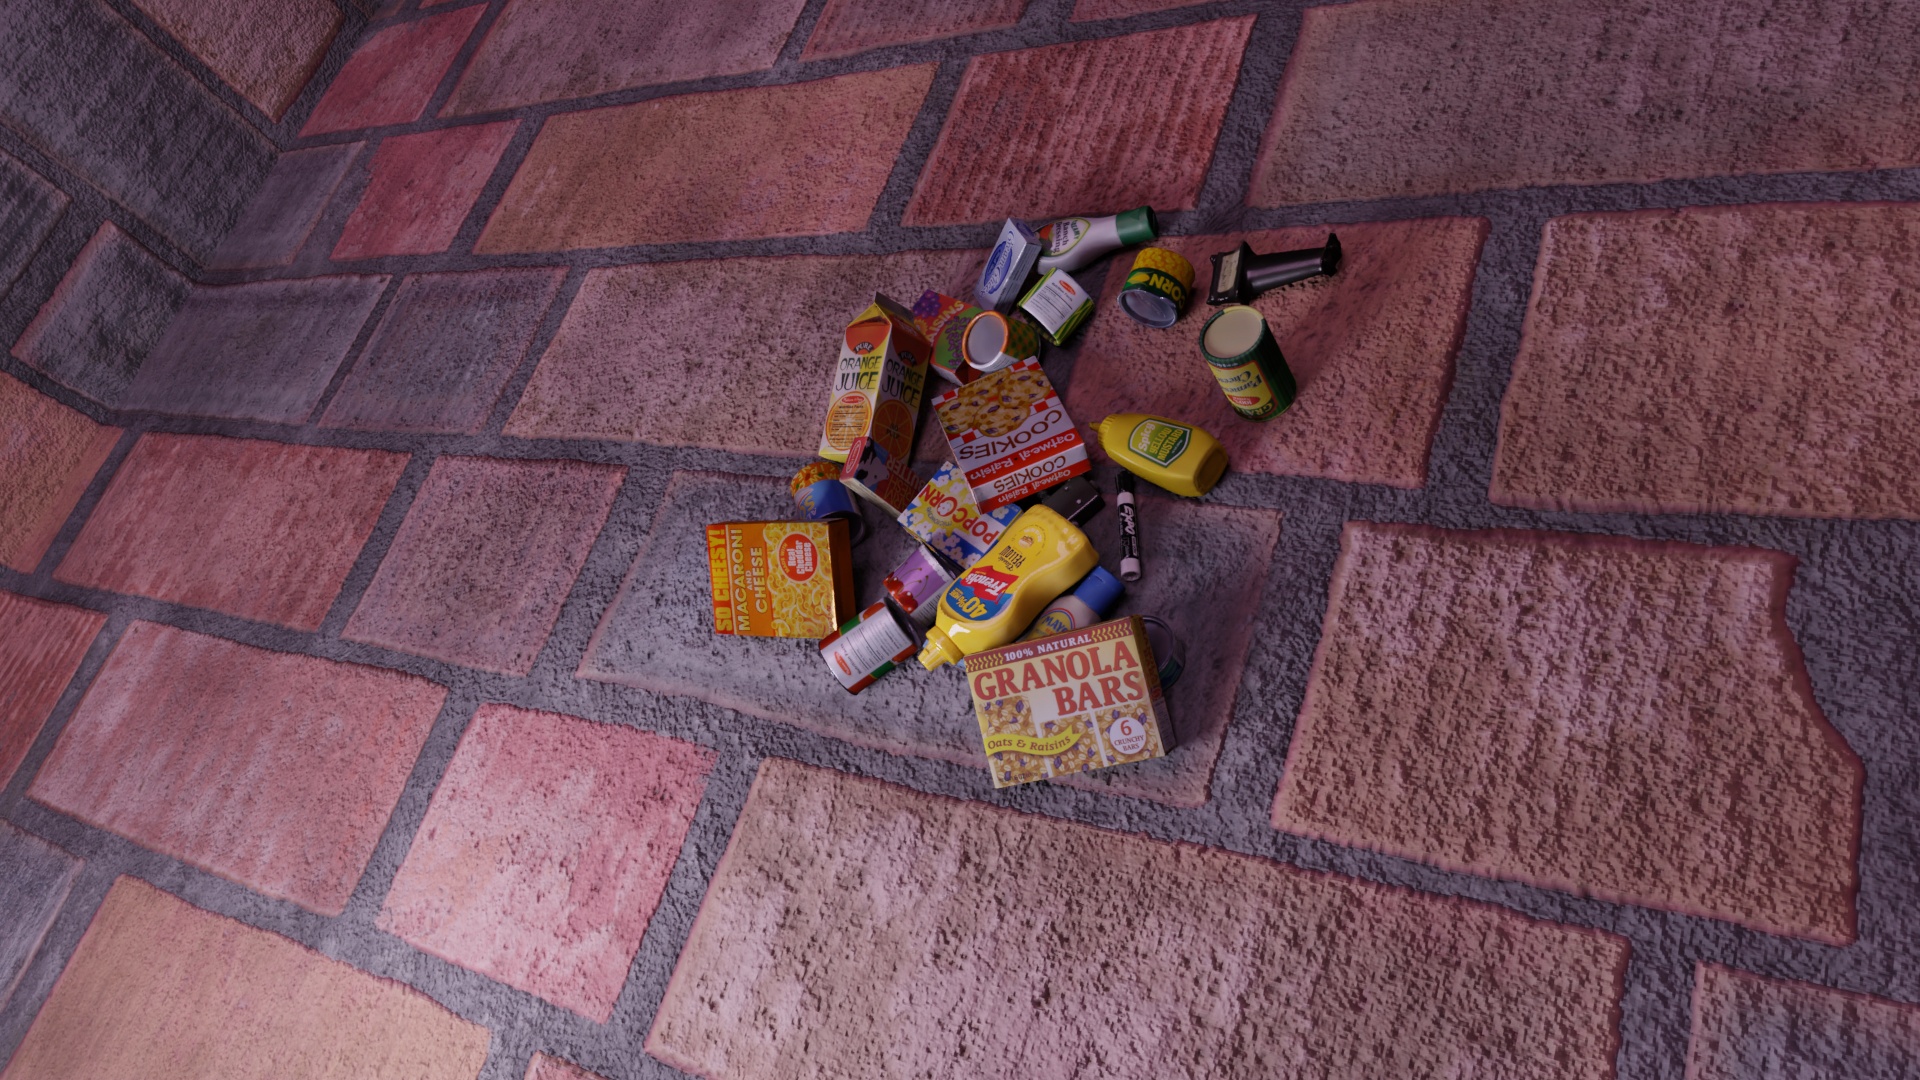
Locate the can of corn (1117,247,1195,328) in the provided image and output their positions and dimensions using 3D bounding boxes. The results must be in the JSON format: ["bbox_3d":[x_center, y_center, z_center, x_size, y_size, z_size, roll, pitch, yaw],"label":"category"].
[{"bbox_3d":[0.208,-0.265,1.456,0.071,0.071,0.058,11,66,36],"label":"can of corn"}]

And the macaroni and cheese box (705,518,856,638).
[{"bbox_3d":[-0.191,0.040,1.482,0.166,0.040,0.123,-1,96,32],"label":"macaroni and cheese box"}]

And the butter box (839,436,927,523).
[{"bbox_3d":[-0.082,-0.063,1.479,0.024,0.103,0.053,-2,62,41],"label":"butter box"}]

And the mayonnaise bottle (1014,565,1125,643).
[{"bbox_3d":[0.095,0.090,1.310,0.148,0.041,0.065,-49,51,-4],"label":"mayonnaise bottle"}]

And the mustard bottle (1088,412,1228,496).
[{"bbox_3d":[0.184,-0.093,1.370,0.160,0.048,0.065,24,73,40],"label":"mustard bottle"}]

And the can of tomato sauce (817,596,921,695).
[{"bbox_3d":[-0.091,0.105,1.400,0.083,0.071,0.071,-36,49,7],"label":"can of tomato sauce"}]

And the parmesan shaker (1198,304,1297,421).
[{"bbox_3d":[0.273,-0.169,1.329,0.071,0.103,0.071,-16,54,23],"label":"parmesan shaker"}]

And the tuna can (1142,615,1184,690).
[{"bbox_3d":[0.166,0.106,1.261,0.071,0.032,0.071,-16,54,23],"label":"tuna can"}]

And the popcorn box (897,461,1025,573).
[{"bbox_3d":[0.005,-0.018,1.438,0.085,0.038,0.127,-50,48,-6],"label":"popcorn box"}]

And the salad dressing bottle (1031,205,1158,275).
[{"bbox_3d":[0.147,-0.339,1.558,0.147,0.044,0.064,-11,56,26],"label":"salad dressing bottle"}]

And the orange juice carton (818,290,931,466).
[{"bbox_3d":[-0.091,-0.176,1.546,0.073,0.072,0.193,2,76,39],"label":"orange juice carton"}]

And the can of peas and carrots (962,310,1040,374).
[{"bbox_3d":[0.044,-0.215,1.516,0.071,0.059,0.071,-10,75,40],"label":"can of peas and carrots"}]

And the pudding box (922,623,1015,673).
[{"bbox_3d":[0.009,0.103,1.362,0.084,0.030,0.050,21,72,39],"label":"pudding box"}]

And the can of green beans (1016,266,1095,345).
[{"bbox_3d":[0.104,-0.255,1.514,0.058,0.071,0.071,-47,48,-2],"label":"can of green beans"}]

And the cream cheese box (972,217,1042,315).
[{"bbox_3d":[0.053,-0.308,1.575,0.103,0.024,0.053,-62,41,33],"label":"cream cheese box"}]

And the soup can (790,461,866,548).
[{"bbox_3d":[-0.149,-0.035,1.524,0.071,0.071,0.084,-33,48,10],"label":"soup can"}]

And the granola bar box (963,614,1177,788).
[{"bbox_3d":[0.095,0.144,1.237,0.165,0.039,0.124,-16,86,23],"label":"granola bar box"}]

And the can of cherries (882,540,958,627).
[{"bbox_3d":[-0.038,0.044,1.405,0.058,0.071,0.072,-43,48,2],"label":"can of cherries"}]

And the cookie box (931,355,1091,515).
[{"bbox_3d":[0.051,-0.111,1.441,0.123,0.040,0.168,-23,42,0],"label":"cookie box"}]

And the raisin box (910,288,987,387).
[{"bbox_3d":[-0.015,-0.232,1.591,0.123,0.040,0.086,29,79,41],"label":"raisin box"}]
